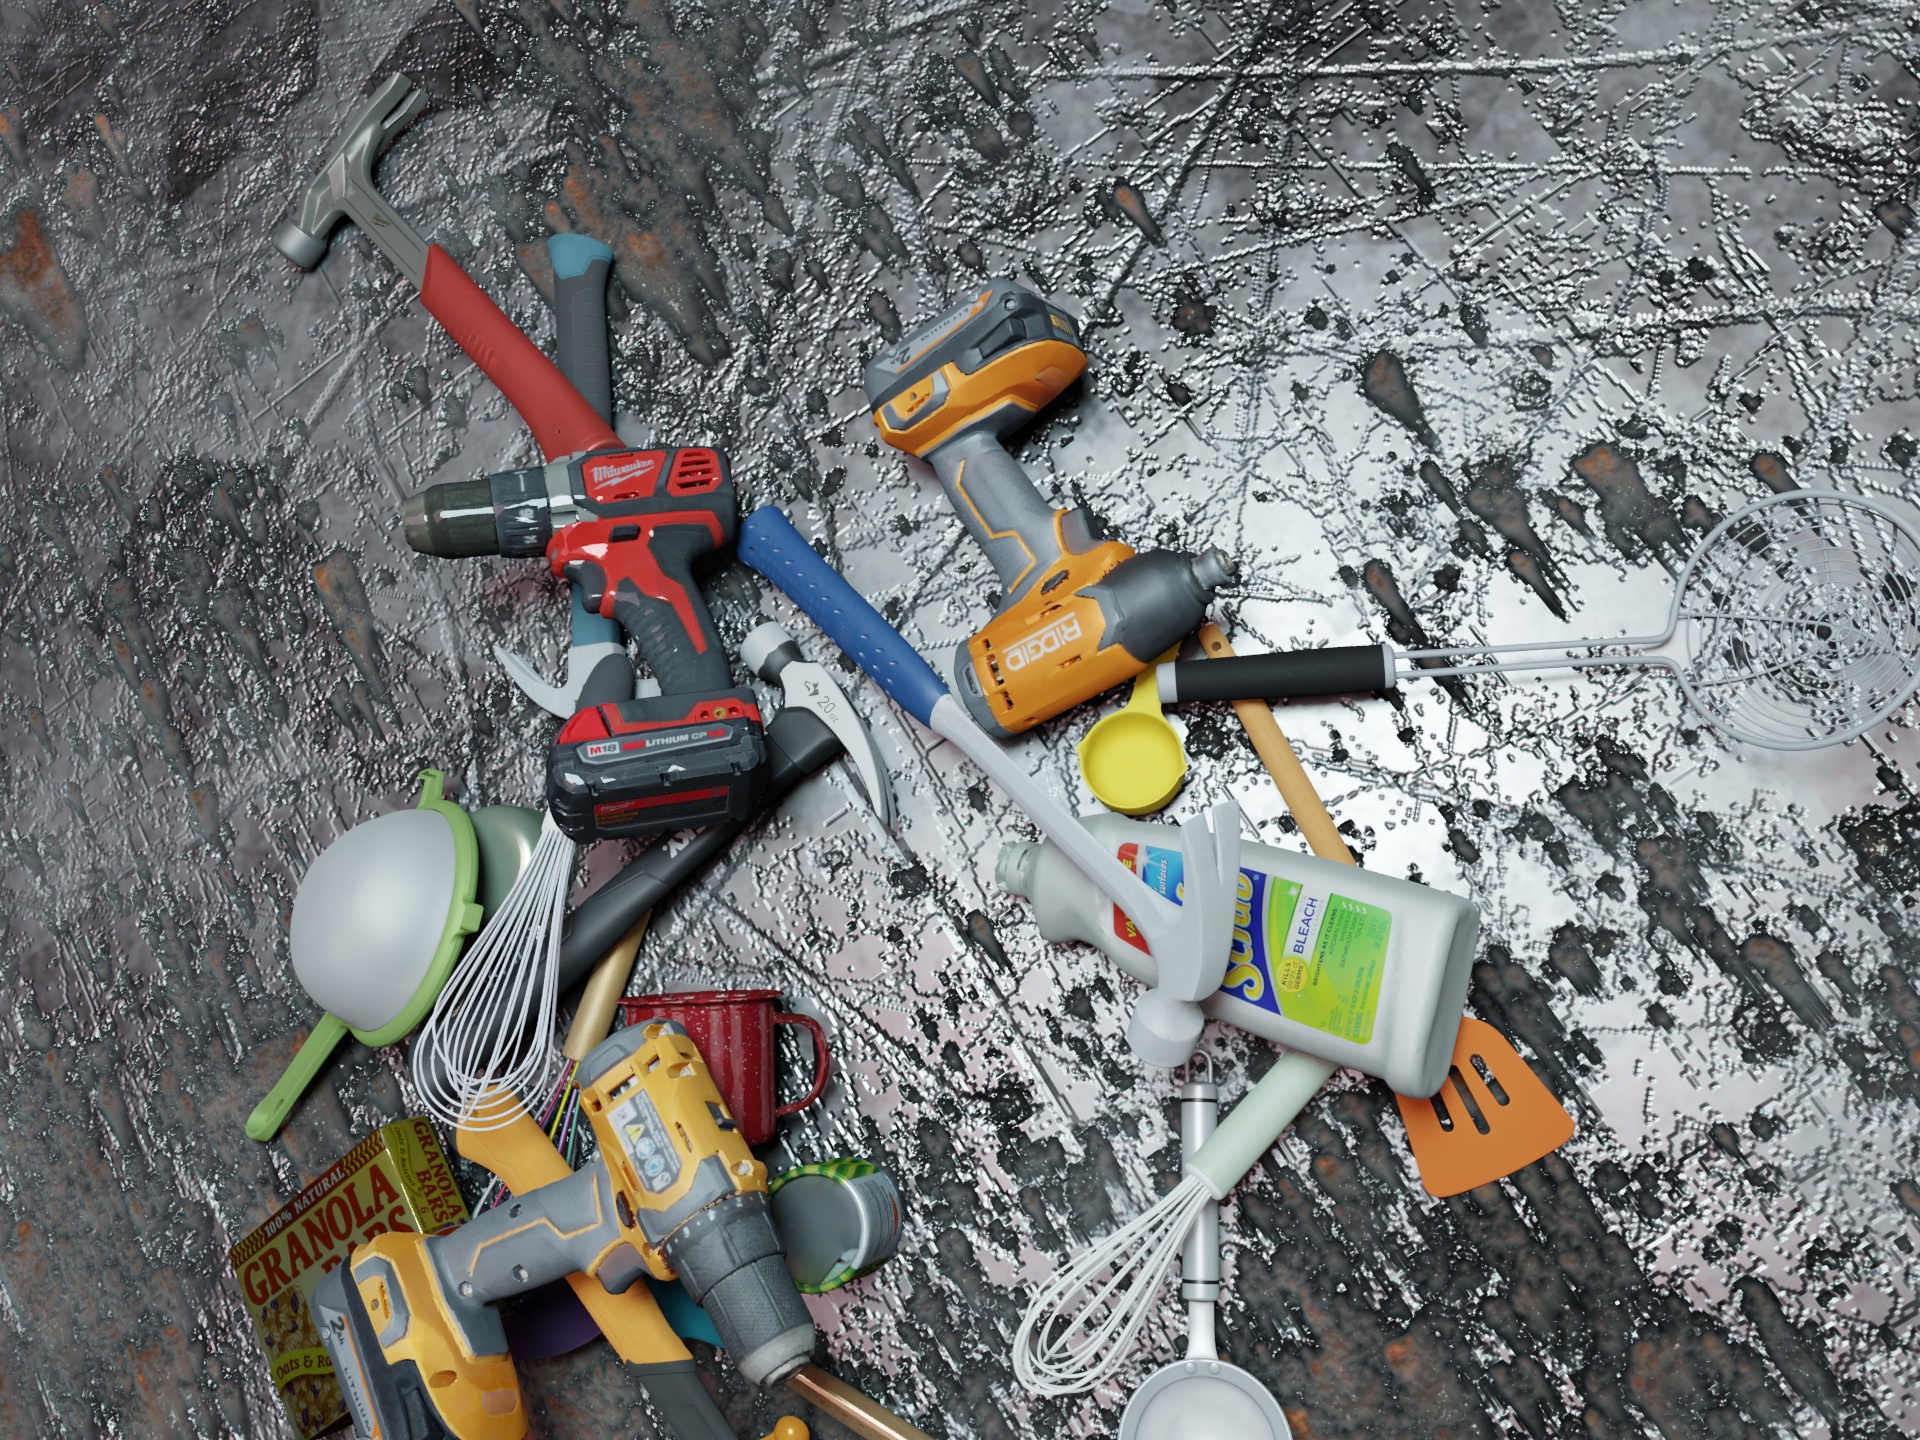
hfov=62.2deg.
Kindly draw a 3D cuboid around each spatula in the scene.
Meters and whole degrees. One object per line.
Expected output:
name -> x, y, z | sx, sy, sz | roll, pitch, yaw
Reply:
spatula -> -0.292, 0.390, 0.919 | 0.316, 0.018, 0.060 | -40, 48, 7
spatula -> -0.067, 0.361, 0.863 | 0.317, 0.044, 0.082 | 27, 87, 15
spatula -> 0.205, 0.087, 0.838 | 0.081, 0.041, 0.323 | -29, 69, 10

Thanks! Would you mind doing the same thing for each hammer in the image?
hammer -> -0.163, 0.309, 0.824 | 0.127, 0.034, 0.337 | -48, 61, 2
hammer -> -0.318, -0.275, 1.027 | 0.149, 0.036, 0.359 | -49, 63, 7
hammer -> -0.184, 0.102, 0.917 | 0.335, 0.035, 0.146 | -43, 66, -2
hammer -> -0.001, -0.003, 0.842 | 0.406, 0.035, 0.144 | 44, 138, 35
hammer -> -0.234, -0.156, 1.007 | 0.128, 0.033, 0.331 | -9, 77, 13

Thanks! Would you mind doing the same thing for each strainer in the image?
strainer -> -0.381, 0.152, 0.947 | 0.256, 0.069, 0.152 | -52, 41, 14
strainer -> 0.124, 0.299, 0.810 | 0.087, 0.050, 0.259 | -1, 73, 10

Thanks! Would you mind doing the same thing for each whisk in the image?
whisk -> -0.232, 0.219, 0.931 | 0.051, 0.047, 0.245 | 15, 79, 20
whisk -> -0.230, 0.087, 0.888 | 0.070, 0.070, 0.285 | 5, 63, 17
whisk -> 0.116, 0.236, 0.793 | 0.246, 0.057, 0.059 | -43, 28, -16

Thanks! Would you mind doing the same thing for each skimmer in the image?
skimmer -> 0.278, -0.039, 0.796 | 0.363, 0.090, 0.127 | -4, 79, 11

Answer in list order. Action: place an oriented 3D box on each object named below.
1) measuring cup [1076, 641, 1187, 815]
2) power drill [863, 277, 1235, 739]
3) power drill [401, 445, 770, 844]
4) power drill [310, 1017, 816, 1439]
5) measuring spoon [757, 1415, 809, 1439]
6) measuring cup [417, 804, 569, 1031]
measuring cup -> 0.109, -0.020, 0.890 | 0.062, 0.029, 0.157 | 11, 71, 18
power drill -> 0.048, -0.123, 0.878 | 0.164, 0.084, 0.227 | -27, 74, 28
power drill -> -0.206, -0.051, 0.887 | 0.188, 0.080, 0.227 | -8, 66, -14
power drill -> -0.189, 0.284, 0.783 | 0.226, 0.084, 0.185 | -38, 64, 4
measuring spoon -> -0.126, 0.412, 0.862 | 0.117, 0.011, 0.021 | -40, 86, 18
measuring cup -> -0.300, 0.129, 0.965 | 0.083, 0.038, 0.167 | 23, 84, 19
